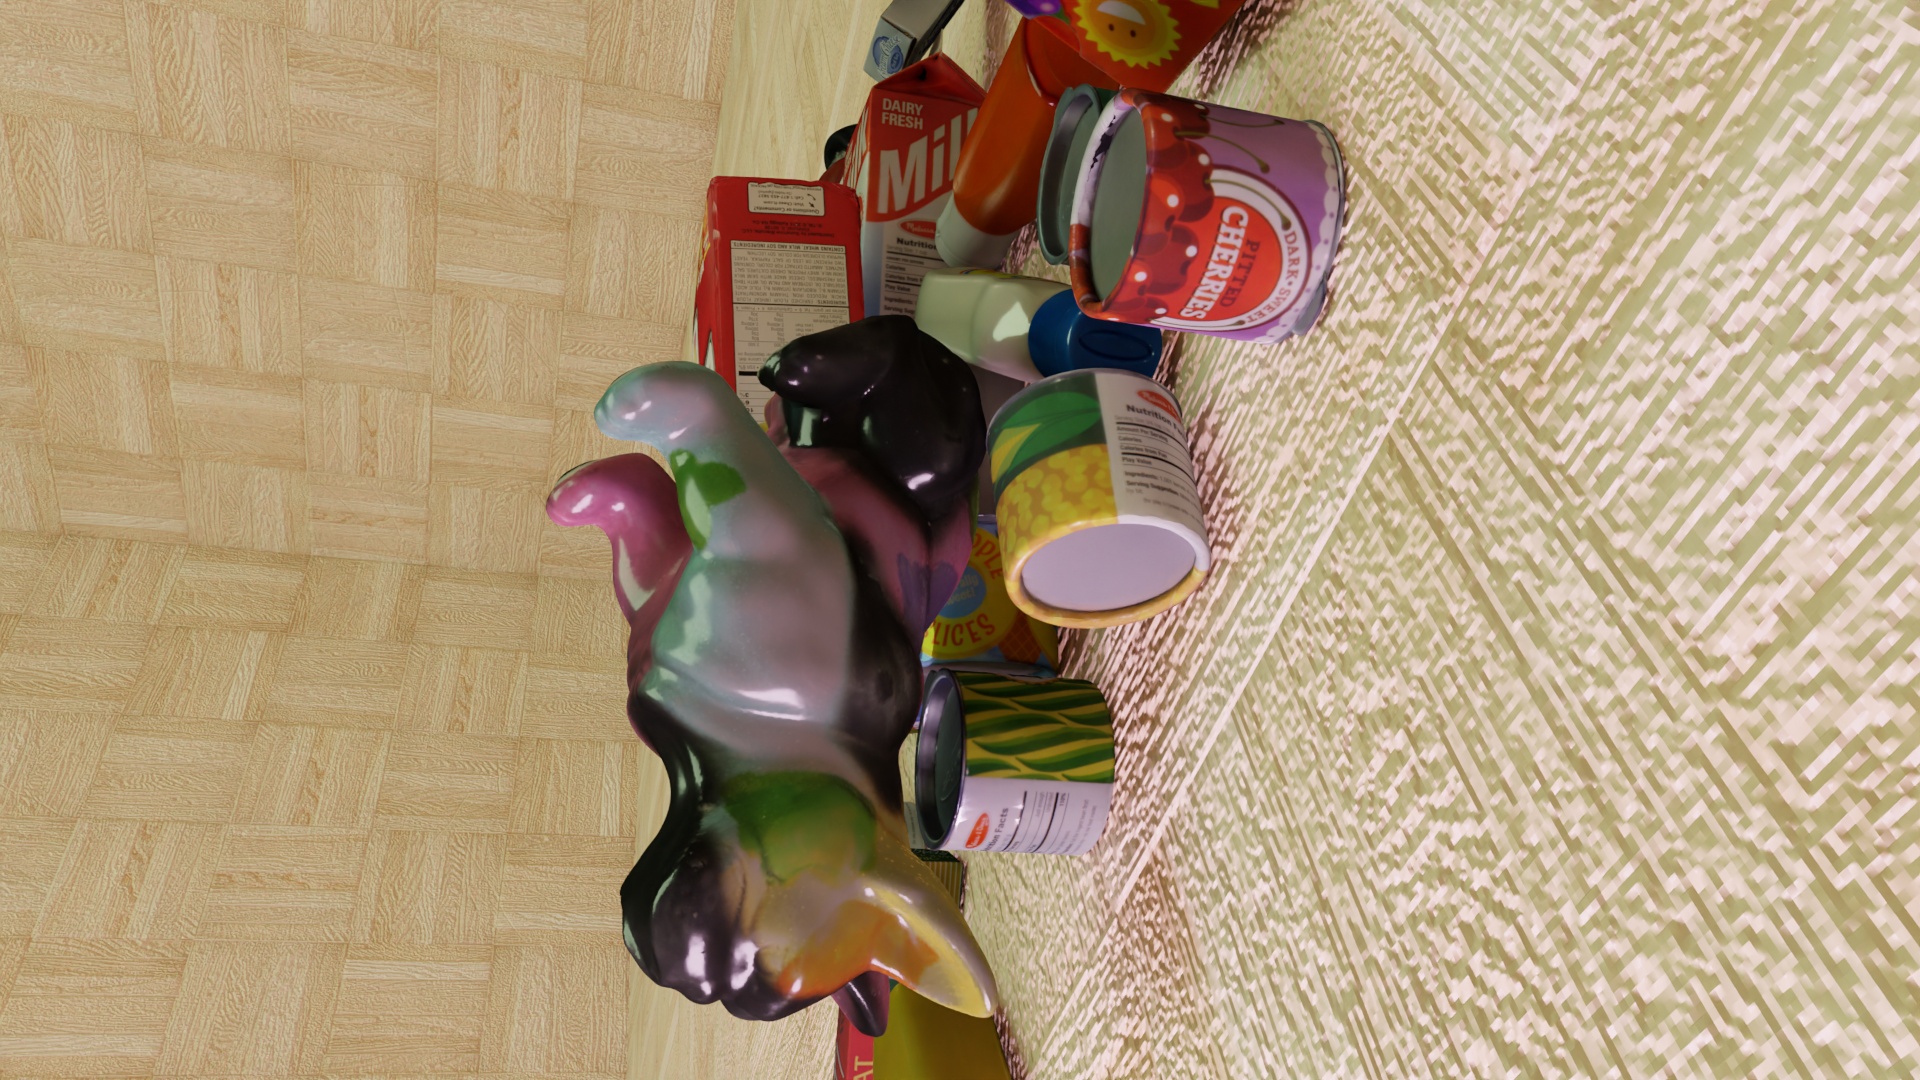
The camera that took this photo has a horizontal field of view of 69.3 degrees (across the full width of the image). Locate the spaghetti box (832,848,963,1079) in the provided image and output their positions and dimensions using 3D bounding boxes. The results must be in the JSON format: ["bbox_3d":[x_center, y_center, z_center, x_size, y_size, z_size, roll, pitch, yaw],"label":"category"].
[{"bbox_3d":[-0.035,0.272,0.650,0.028,0.050,0.250,170,105,-75],"label":"spaghetti box"}]

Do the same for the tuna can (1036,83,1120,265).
[{"bbox_3d":[0.054,-0.135,0.517,0.071,0.033,0.071,-173,89,-74],"label":"tuna can"}]

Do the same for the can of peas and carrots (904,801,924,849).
[{"bbox_3d":[-0.055,0.173,0.742,0.071,0.059,0.071,-173,89,-75],"label":"can of peas and carrots"}]

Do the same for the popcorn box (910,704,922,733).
[{"bbox_3d":[-0.024,0.054,0.712,0.126,0.038,0.085,149,125,-71],"label":"popcorn box"}]

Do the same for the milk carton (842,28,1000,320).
[{"bbox_3d":[-0.022,-0.164,0.722,0.072,0.073,0.191,141,133,-69],"label":"milk carton"}]

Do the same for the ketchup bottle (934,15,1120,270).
[{"bbox_3d":[0.024,-0.171,0.616,0.148,0.043,0.065,129,144,-63],"label":"ketchup bottle"}]

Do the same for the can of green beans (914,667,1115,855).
[{"bbox_3d":[0.019,0.082,0.515,0.071,0.058,0.071,-173,89,-74],"label":"can of green beans"}]

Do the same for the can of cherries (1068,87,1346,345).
[{"bbox_3d":[0.069,-0.092,0.401,0.071,0.058,0.071,-172,89,-75],"label":"can of cherries"}]

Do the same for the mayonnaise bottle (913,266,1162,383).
[{"bbox_3d":[0.030,-0.082,0.536,0.148,0.065,0.041,-145,65,-68],"label":"mayonnaise bottle"}]

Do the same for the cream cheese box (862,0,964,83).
[{"bbox_3d":[-0.013,-0.295,0.749,0.104,0.024,0.053,-58,6,-20],"label":"cream cheese box"}]

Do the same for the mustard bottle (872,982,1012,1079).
[{"bbox_3d":[0.001,0.240,0.536,0.161,0.049,0.065,-122,41,-64],"label":"mustard bottle"}]

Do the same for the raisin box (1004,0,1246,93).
[{"bbox_3d":[0.058,-0.197,0.423,0.040,0.086,0.123,-60,9,-17],"label":"raisin box"}]

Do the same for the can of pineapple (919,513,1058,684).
[{"bbox_3d":[0.006,0.027,0.562,0.070,0.071,0.058,134,138,-66],"label":"can of pineapple"}]

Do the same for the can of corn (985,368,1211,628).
[{"bbox_3d":[0.042,-0.011,0.449,0.070,0.071,0.058,117,154,-51],"label":"can of corn"}]

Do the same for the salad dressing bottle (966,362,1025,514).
[{"bbox_3d":[0.002,-0.008,0.630,0.064,0.044,0.147,121,154,-87],"label":"salad dressing bottle"}]
